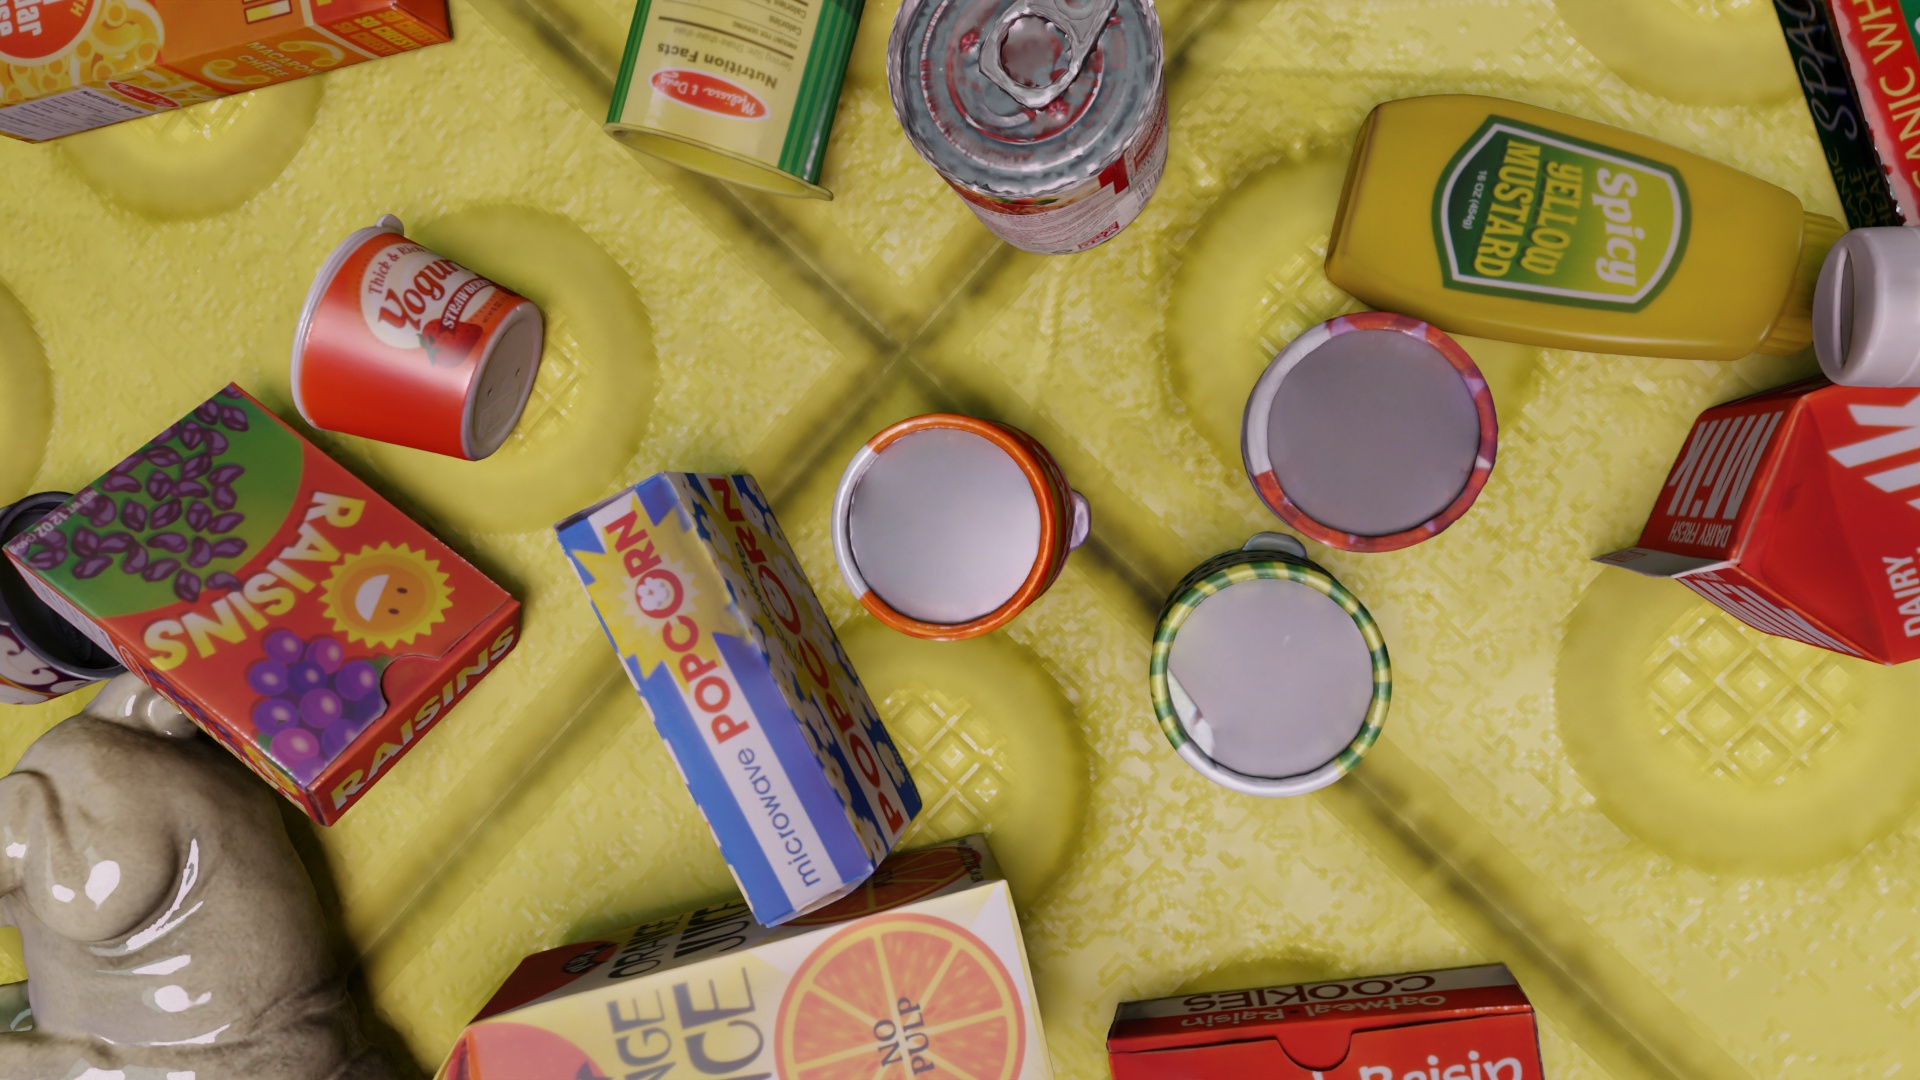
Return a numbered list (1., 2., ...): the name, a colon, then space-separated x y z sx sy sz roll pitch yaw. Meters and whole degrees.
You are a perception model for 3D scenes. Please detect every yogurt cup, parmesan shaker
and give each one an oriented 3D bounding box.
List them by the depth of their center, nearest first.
1. parmesan shaker: -0.059 -0.162 0.418 0.071 0.071 0.103 17 94 8
2. yogurt cup: -0.169 -0.059 0.441 0.054 0.072 0.072 20 96 0

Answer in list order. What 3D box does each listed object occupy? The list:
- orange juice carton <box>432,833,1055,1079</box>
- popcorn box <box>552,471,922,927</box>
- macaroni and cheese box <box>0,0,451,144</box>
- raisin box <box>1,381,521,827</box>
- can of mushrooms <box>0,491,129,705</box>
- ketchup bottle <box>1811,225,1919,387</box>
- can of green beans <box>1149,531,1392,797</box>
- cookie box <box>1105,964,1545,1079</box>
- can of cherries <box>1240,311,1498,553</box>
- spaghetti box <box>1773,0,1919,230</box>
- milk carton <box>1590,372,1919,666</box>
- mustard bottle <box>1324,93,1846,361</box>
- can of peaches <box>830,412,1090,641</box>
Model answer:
1. orange juice carton: -0.074 0.150 0.407 0.193 0.072 0.073 -14 90 -5
2. popcorn box: -0.062 0.042 0.416 0.038 0.085 0.126 -29 87 8
3. macaroni and cheese box: -0.261 -0.213 0.461 0.166 0.040 0.123 -9 91 10
4. raisin box: -0.217 0.018 0.442 0.123 0.040 0.086 36 57 6
5. can of mushrooms: -0.307 0.019 0.462 0.033 0.071 0.071 -18 90 11
6. ketchup bottle: 0.276 -0.051 0.306 0.149 0.043 0.064 2 90 9
7. can of green beans: 0.088 0.036 0.406 0.071 0.058 0.071 0 93 9
8. cookie box: 0.119 0.220 0.417 0.123 0.040 0.167 -9 91 9
9. can of cherries: 0.117 -0.030 0.398 0.071 0.058 0.071 0 92 10
10. spaghetti box: 0.246 -0.192 0.386 0.050 0.029 0.250 -18 89 9
11. milk carton: 0.273 -0.019 0.367 0.190 0.072 0.073 -17 89 9
12. mustard bottle: 0.188 -0.082 0.389 0.160 0.049 0.065 13 96 8
13. can of peaches: 0.001 -0.005 0.418 0.071 0.058 0.071 0 92 10
